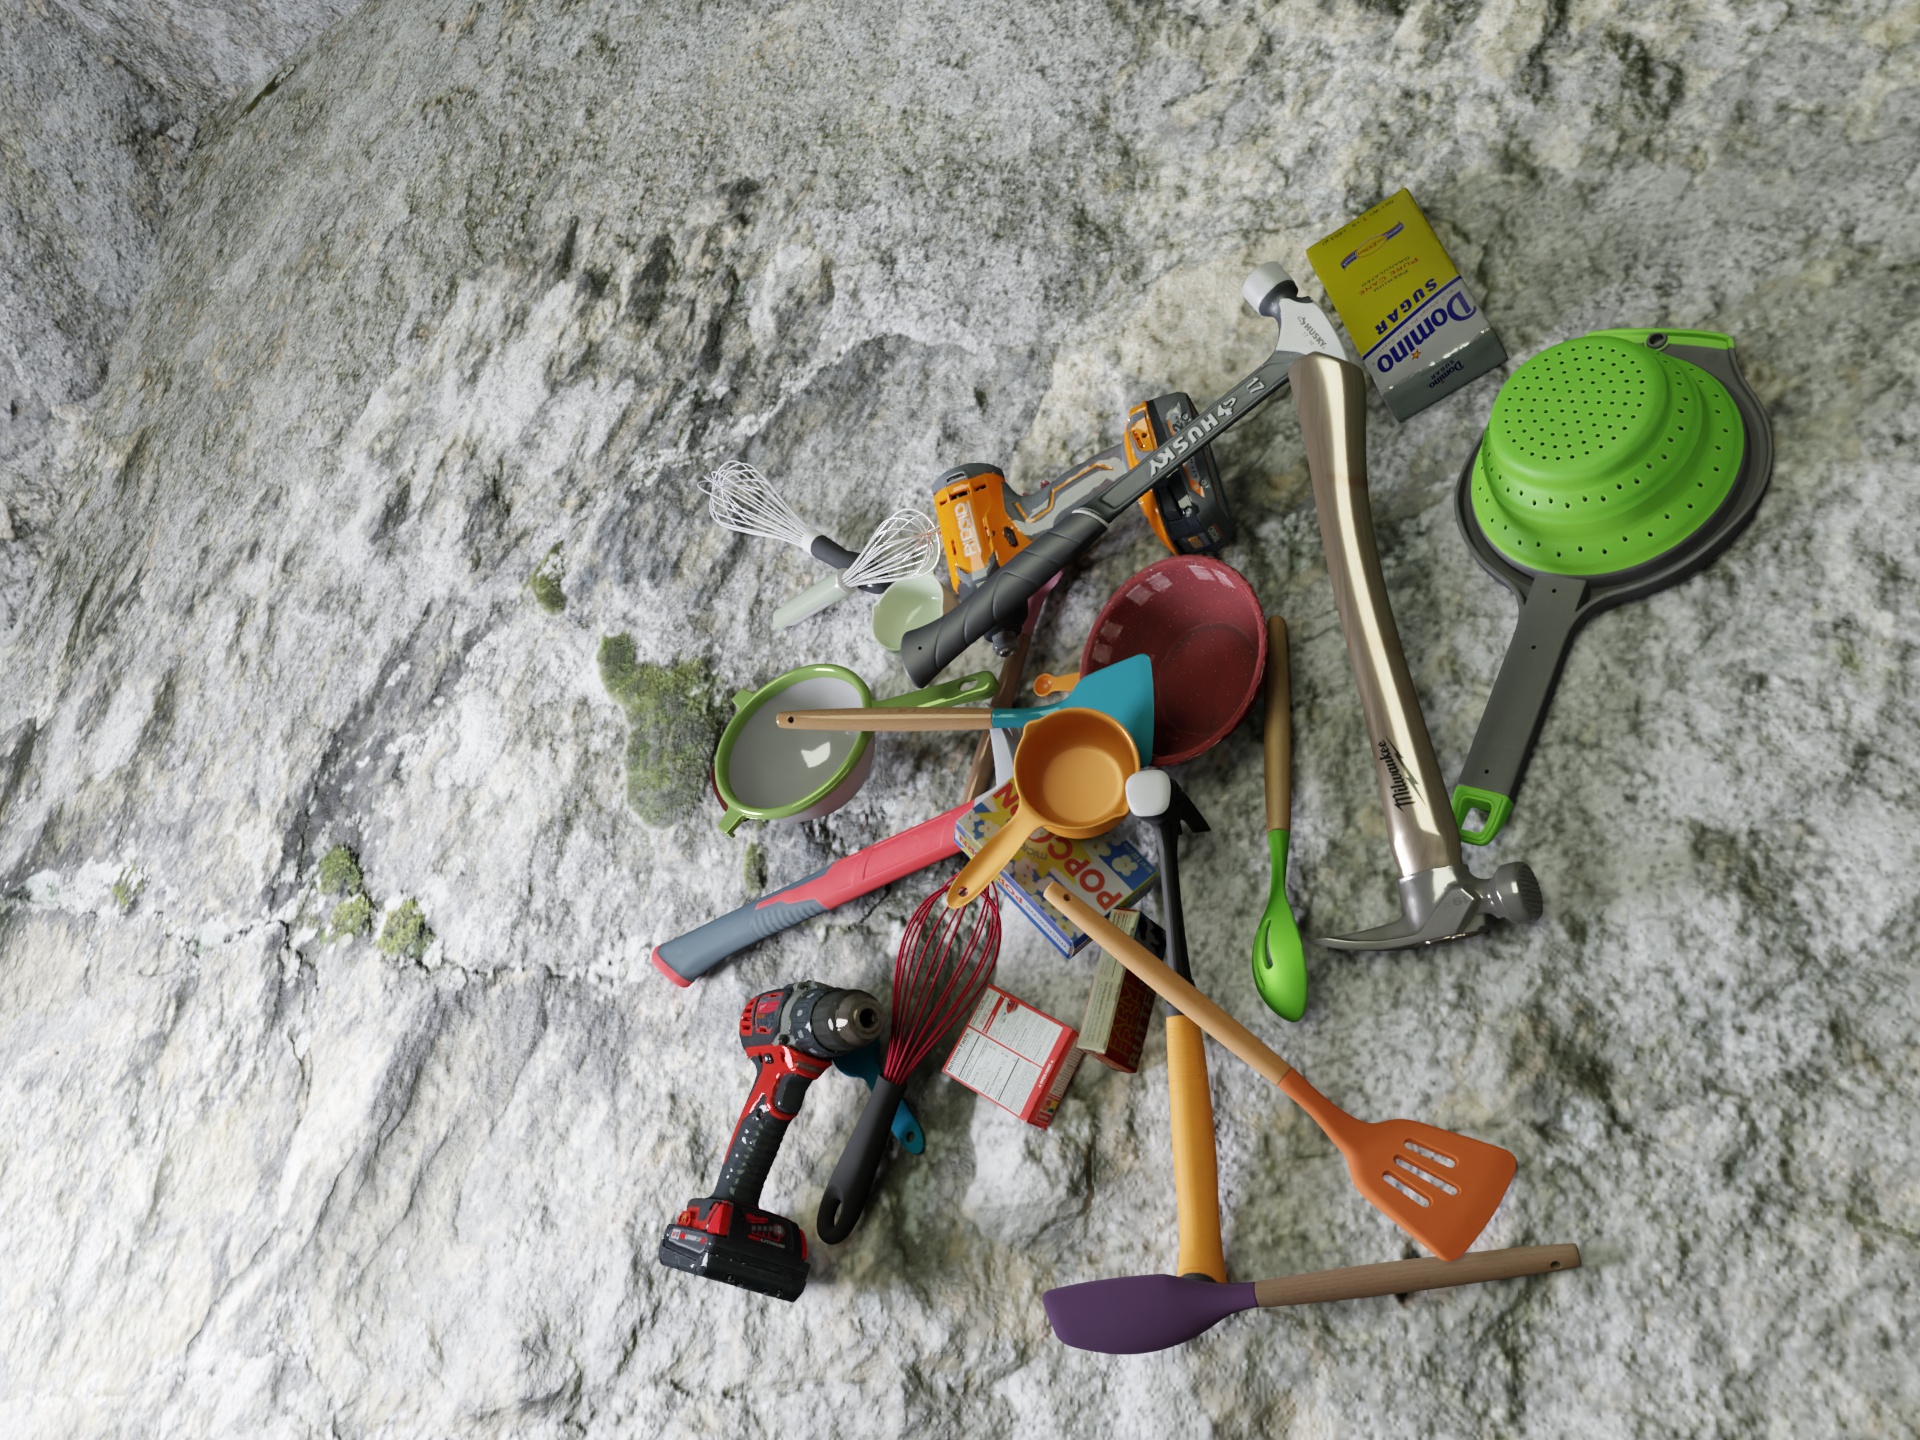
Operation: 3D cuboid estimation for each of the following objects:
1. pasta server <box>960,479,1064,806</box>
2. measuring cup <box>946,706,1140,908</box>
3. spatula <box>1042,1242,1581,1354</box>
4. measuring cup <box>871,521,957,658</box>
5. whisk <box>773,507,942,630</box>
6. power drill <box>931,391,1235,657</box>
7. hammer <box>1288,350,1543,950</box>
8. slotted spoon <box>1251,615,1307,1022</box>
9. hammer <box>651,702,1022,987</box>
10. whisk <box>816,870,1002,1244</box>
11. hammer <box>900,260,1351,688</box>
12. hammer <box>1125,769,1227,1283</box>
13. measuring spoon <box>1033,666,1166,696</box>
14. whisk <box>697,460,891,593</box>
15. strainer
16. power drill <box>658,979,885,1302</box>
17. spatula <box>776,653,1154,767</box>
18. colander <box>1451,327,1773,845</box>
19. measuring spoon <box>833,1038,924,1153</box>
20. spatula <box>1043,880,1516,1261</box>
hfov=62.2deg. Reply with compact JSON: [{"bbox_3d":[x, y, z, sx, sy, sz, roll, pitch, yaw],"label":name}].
[{"bbox_3d":[0.041,-0.048,1.301,0.060,0.040,0.316,11,72,22],"label":"pasta server"},{"bbox_3d":[0.054,0.070,1.115,0.095,0.052,0.173,42,85,17],"label":"measuring cup"},{"bbox_3d":[0.201,0.337,0.938,0.316,0.059,0.018,-15,18,19],"label":"spatula"},{"bbox_3d":[-0.019,-0.127,1.394,0.083,0.038,0.168,10,69,40],"label":"measuring cup"},{"bbox_3d":[-0.096,-0.126,1.410,0.246,0.058,0.059,-24,91,48],"label":"whisk"},{"bbox_3d":[0.095,-0.151,1.262,0.226,0.084,0.164,-18,68,17],"label":"power drill"},{"bbox_3d":[0.266,-0.053,1.059,0.146,0.038,0.411,-21,69,35],"label":"hammer"},{"bbox_3d":[0.219,0.057,1.103,0.031,0.070,0.314,9,58,-4],"label":"slotted spoon"},{"bbox_3d":[-0.104,0.120,1.298,0.386,0.038,0.143,-26,57,27],"label":"hammer"},{"bbox_3d":[-0.042,0.246,1.164,0.073,0.073,0.296,23,90,43],"label":"whisk"},{"bbox_3d":[0.117,-0.159,1.191,0.409,0.036,0.149,-39,65,12],"label":"hammer"},{"bbox_3d":[0.148,0.208,1.045,0.034,0.127,0.337,-9,70,18],"label":"hammer"},{"bbox_3d":[0.111,-0.030,1.259,0.117,0.011,0.021,-4,68,32],"label":"measuring spoon"},{"bbox_3d":[-0.158,-0.181,1.522,0.285,0.070,0.070,33,87,39],"label":"whisk"},{"bbox_3d":[-0.077,0.017,1.308,0.256,0.069,0.152,-16,49,19],"label":"strainer"},{"bbox_3d":[-0.130,0.300,1.167,0.188,0.080,0.227,-23,47,58],"label":"power drill"},{"bbox_3d":[-0.002,-0.004,1.212,0.317,0.044,0.082,-1,87,21],"label":"spatula"},{"bbox_3d":[0.385,-0.113,1.037,0.205,0.094,0.397,13,74,41],"label":"colander"},{"bbox_3d":[-0.064,0.277,1.203,0.042,0.021,0.129,-47,47,6],"label":"measuring spoon"},{"bbox_3d":[0.181,0.198,0.972,0.323,0.041,0.081,38,63,15],"label":"spatula"}]
